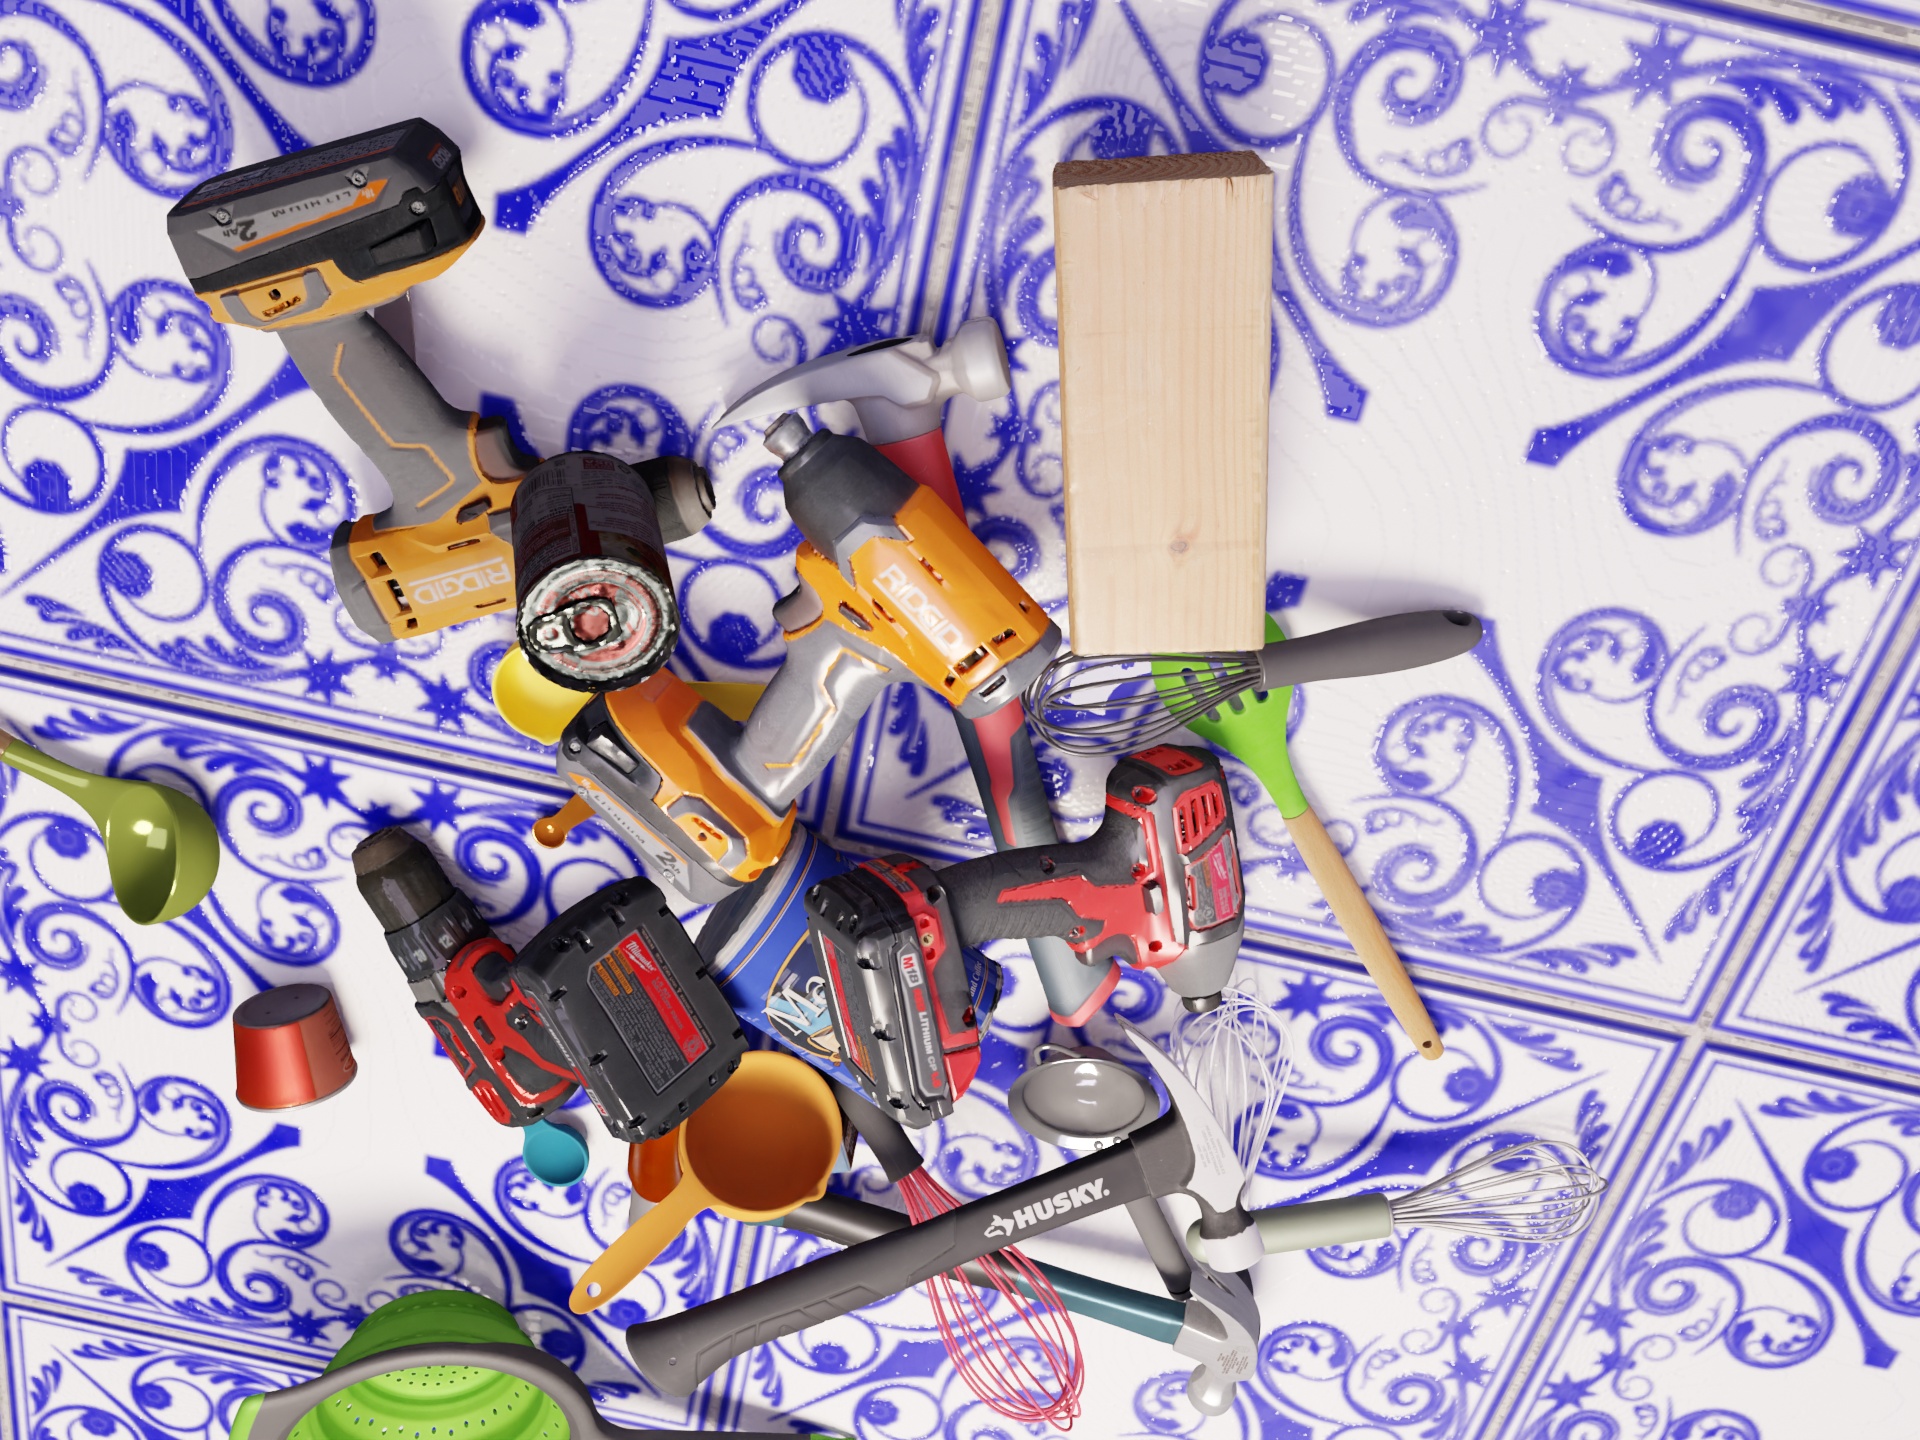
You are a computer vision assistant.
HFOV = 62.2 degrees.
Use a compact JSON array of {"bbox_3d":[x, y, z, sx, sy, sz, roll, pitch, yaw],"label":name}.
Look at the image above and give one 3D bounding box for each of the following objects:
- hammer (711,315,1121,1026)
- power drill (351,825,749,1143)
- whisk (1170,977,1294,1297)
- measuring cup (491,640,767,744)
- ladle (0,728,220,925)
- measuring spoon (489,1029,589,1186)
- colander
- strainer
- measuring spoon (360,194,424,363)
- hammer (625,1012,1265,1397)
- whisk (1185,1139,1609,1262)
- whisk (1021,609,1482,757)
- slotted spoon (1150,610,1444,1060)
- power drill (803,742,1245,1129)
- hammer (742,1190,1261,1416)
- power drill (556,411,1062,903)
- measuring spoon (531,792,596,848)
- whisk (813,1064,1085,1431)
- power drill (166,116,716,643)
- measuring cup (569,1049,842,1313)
[{"bbox_3d":[-0.001,-0.003,0.820,0.143,0.038,0.386,-12,114,12],"label":"hammer"},{"bbox_3d":[-0.231,0.134,0.843,0.227,0.080,0.187,-11,112,49],"label":"power drill"},{"bbox_3d":[0.159,0.267,0.929,0.070,0.070,0.284,-2,120,6],"label":"whisk"},{"bbox_3d":[-0.165,-0.018,0.840,0.156,0.029,0.062,3,116,-10],"label":"measuring cup"},{"bbox_3d":[-0.549,0.007,0.864,0.320,0.062,0.078,32,112,-8],"label":"ladle"},{"bbox_3d":[-0.266,0.227,0.970,0.042,0.021,0.128,-24,102,16],"label":"measuring spoon"},{"bbox_3d":[-0.263,0.450,1.046,0.397,0.095,0.204,11,117,-21],"label":"colander"},{"bbox_3d":[0.096,0.266,0.942,0.087,0.050,0.258,-15,120,19],"label":"strainer"},{"bbox_3d":[-0.272,-0.195,0.766,0.034,0.018,0.124,8,123,-8],"label":"measuring spoon"},{"bbox_3d":[-0.016,0.274,0.844,0.335,0.035,0.146,-20,94,-2],"label":"hammer"},{"bbox_3d":[0.249,0.279,0.905,0.246,0.059,0.058,-7,87,-5],"label":"whisk"},{"bbox_3d":[0.144,-0.024,0.762,0.239,0.055,0.055,-11,116,-12],"label":"whisk"},{"bbox_3d":[0.191,0.066,0.844,0.070,0.031,0.313,-26,112,16],"label":"slotted spoon"},{"bbox_3d":[0.045,0.109,0.790,0.219,0.079,0.143,-19,110,-21],"label":"power drill"},{"bbox_3d":[0.021,0.333,0.965,0.331,0.033,0.128,16,129,4],"label":"hammer"},{"bbox_3d":[-0.086,-0.030,0.757,0.226,0.084,0.164,-37,104,23],"label":"power drill"},{"bbox_3d":[-0.191,0.033,0.871,0.117,0.011,0.021,-38,107,16],"label":"measuring spoon"},{"bbox_3d":[-0.020,0.272,0.901,0.073,0.073,0.296,-35,85,19],"label":"whisk"},{"bbox_3d":[-0.230,-0.153,0.737,0.185,0.084,0.226,-14,124,3],"label":"power drill"},{"bbox_3d":[-0.141,0.256,0.861,0.095,0.173,0.052,45,155,10],"label":"measuring cup"}]
